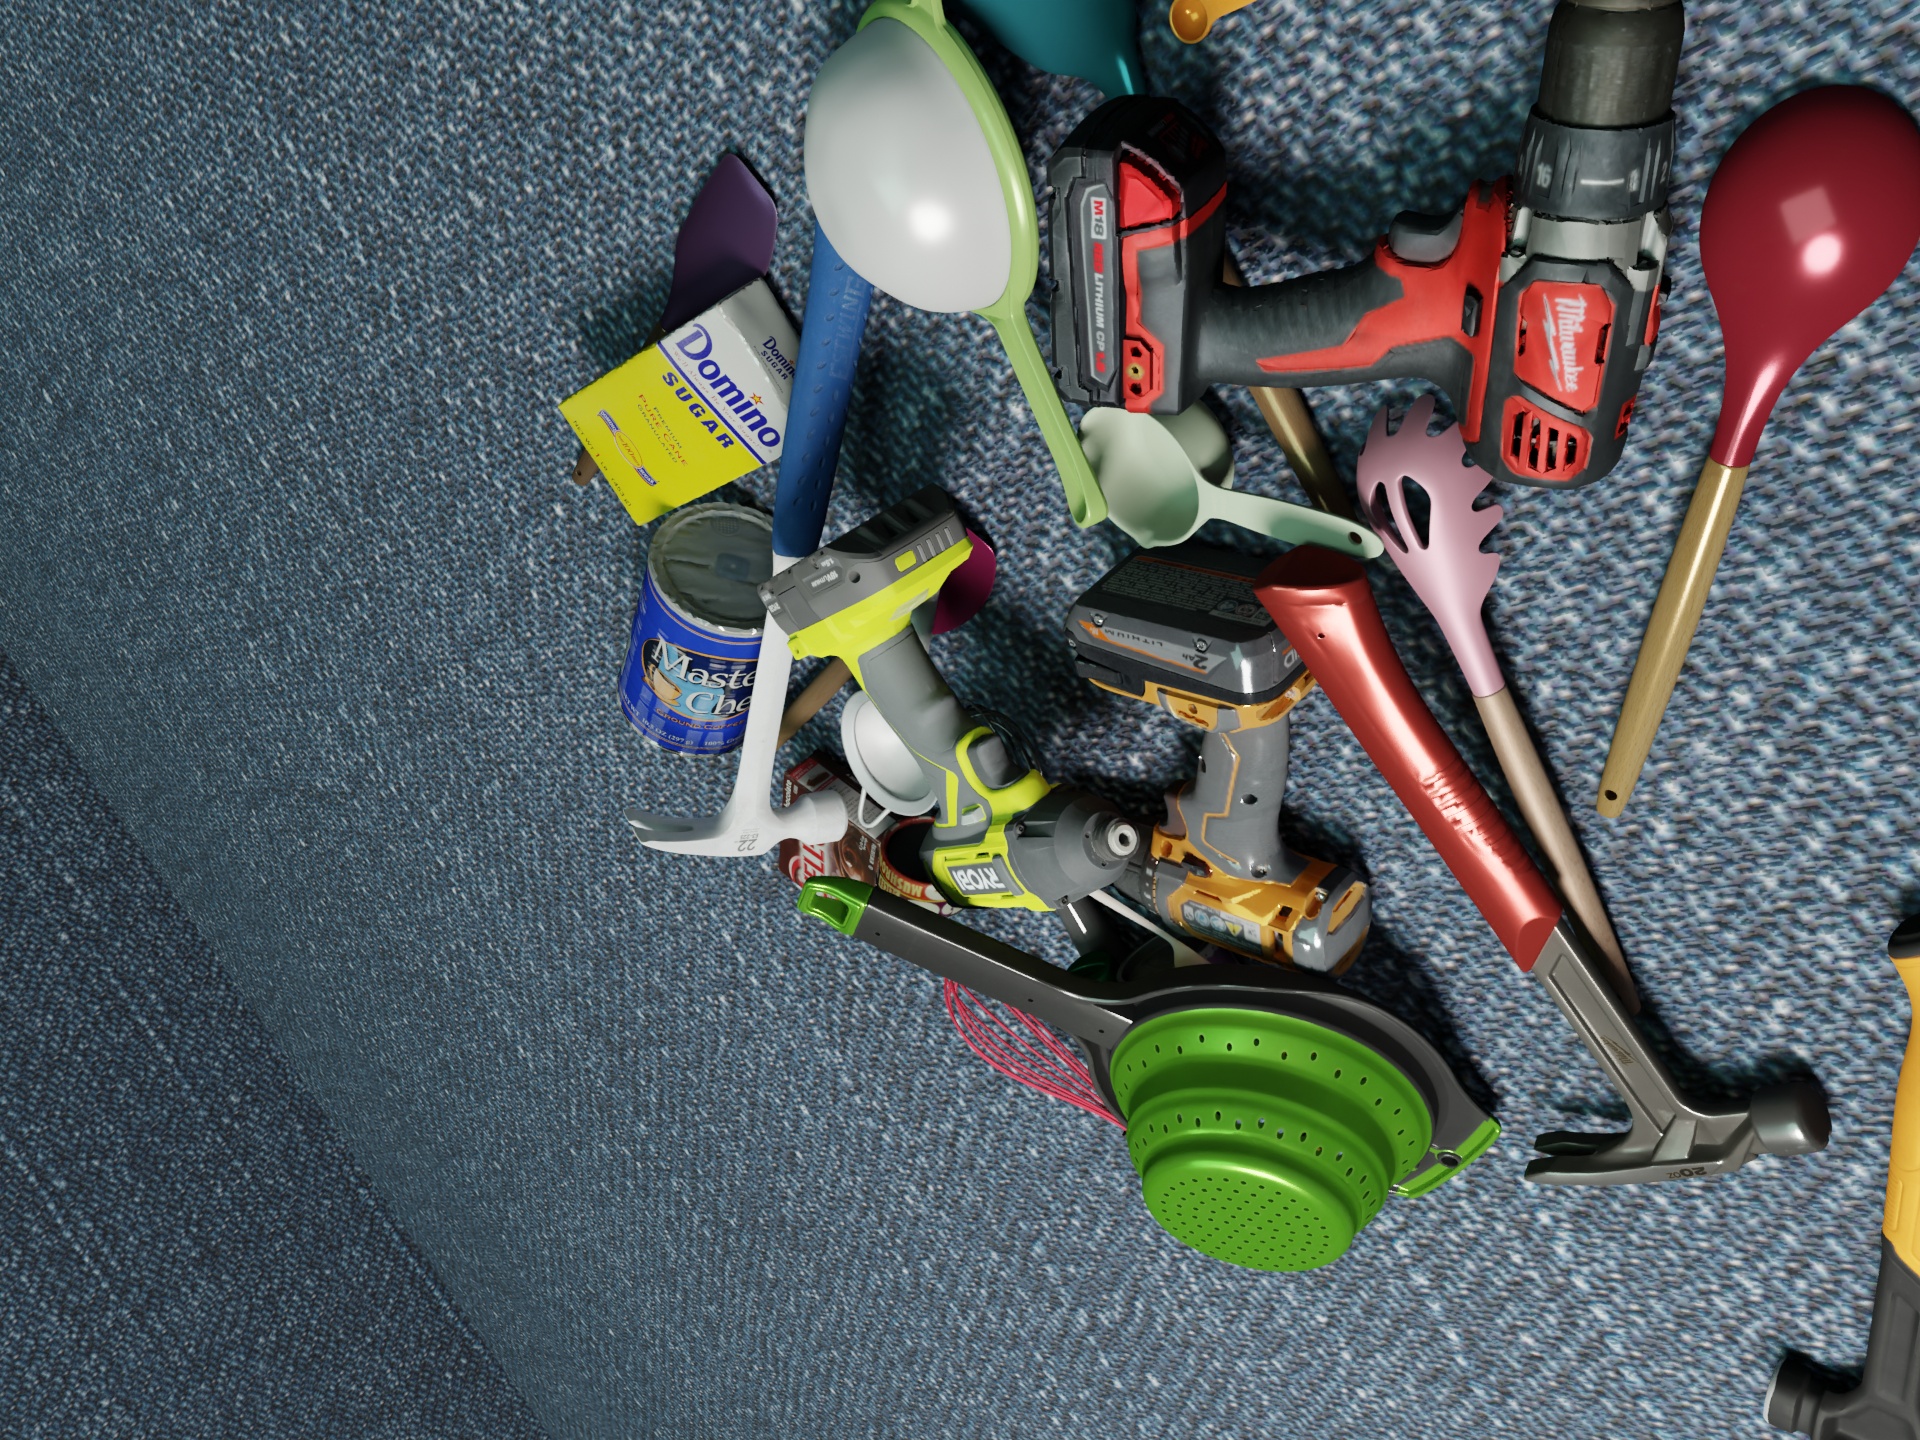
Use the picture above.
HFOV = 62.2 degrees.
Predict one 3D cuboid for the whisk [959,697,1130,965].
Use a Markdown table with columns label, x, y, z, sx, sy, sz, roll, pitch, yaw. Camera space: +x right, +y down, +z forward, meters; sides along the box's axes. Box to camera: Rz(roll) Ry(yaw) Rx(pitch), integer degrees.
| label | x | y | z | sx | sy | sz | roll | pitch | yaw |
| --- | --- | --- | --- | --- | --- | --- | --- | --- | --- |
| whisk | 0.057 | 0.088 | 0.967 | 0.055 | 0.055 | 0.238 | -12 | 115 | 49 |

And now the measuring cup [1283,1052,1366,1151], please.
| label | x | y | z | sx | sy | sz | roll | pitch | yaw |
| --- | --- | --- | --- | --- | --- | --- | --- | --- | --- |
| measuring cup | 0.215 | 0.224 | 0.936 | 0.062 | 0.029 | 0.156 | 26 | 147 | 23 |

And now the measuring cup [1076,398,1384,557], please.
| label | x | y | z | sx | sy | sz | roll | pitch | yaw |
| --- | --- | --- | --- | --- | --- | --- | --- | --- | --- |
| measuring cup | 0.128 | -0.110 | 0.730 | 0.168 | 0.038 | 0.083 | 25 | 142 | 37 |

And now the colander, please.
| label | x | y | z | sx | sy | sz | roll | pitch | yaw |
| --- | --- | --- | --- | --- | --- | --- | --- | --- | --- |
| colander | 0.085 | 0.196 | 0.852 | 0.397 | 0.095 | 0.204 | 24 | 139 | -1 |

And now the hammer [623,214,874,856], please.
| label | x | y | z | sx | sy | sz | roll | pitch | yaw |
| --- | --- | --- | --- | --- | --- | --- | --- | --- | --- |
| hammer | -0.101 | -0.086 | 0.906 | 0.035 | 0.144 | 0.405 | 48 | 135 | 44 |

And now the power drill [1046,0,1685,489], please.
| label | x | y | z | sx | sy | sz | roll | pitch | yaw |
| --- | --- | --- | --- | --- | --- | --- | --- | --- | --- |
| power drill | 0.151 | -0.191 | 0.603 | 0.227 | 0.080 | 0.187 | 12 | 129 | 22 |

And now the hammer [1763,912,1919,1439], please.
| label | x | y | z | sx | sy | sz | roll | pitch | yaw |
| --- | --- | --- | --- | --- | --- | --- | --- | --- | --- |
| hammer | 0.433 | 0.224 | 0.701 | 0.127 | 0.034 | 0.336 | 14 | 128 | 39 |

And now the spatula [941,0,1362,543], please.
| label | x | y | z | sx | sy | sz | roll | pitch | yaw |
| --- | --- | --- | --- | --- | --- | --- | --- | --- | --- |
| spatula | 0.095 | -0.208 | 0.694 | 0.082 | 0.044 | 0.317 | -19 | 106 | 47 |

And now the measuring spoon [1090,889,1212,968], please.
| label | x | y | z | sx | sy | sz | roll | pitch | yaw |
| --- | --- | --- | --- | --- | --- | --- | --- | --- | --- |
| measuring spoon | 0.094 | 0.115 | 0.884 | 0.124 | 0.018 | 0.034 | 32 | 175 | 23 |

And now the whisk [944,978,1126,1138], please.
| label | x | y | z | sx | sy | sz | roll | pitch | yaw |
| --- | --- | --- | --- | --- | --- | --- | --- | --- | --- |
| whisk | 0.099 | 0.251 | 1.045 | 0.296 | 0.073 | 0.073 | 41 | 141 | 4 |

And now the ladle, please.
| label | x | y | z | sx | sy | sz | roll | pitch | yaw |
| --- | --- | --- | --- | --- | --- | --- | --- | --- | --- |
| ladle | 0.289 | -0.080 | 0.615 | 0.069 | 0.031 | 0.315 | 26 | 137 | 29 |

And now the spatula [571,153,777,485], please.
| label | x | y | z | sx | sy | sz | roll | pitch | yaw |
| --- | --- | --- | --- | --- | --- | --- | --- | --- | --- |
| spatula | -0.186 | -0.228 | 0.982 | 0.060 | 0.018 | 0.316 | 52 | 141 | -1 |

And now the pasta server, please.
| label | x | y | z | sx | sy | sz | roll | pitch | yaw |
| --- | --- | --- | --- | --- | --- | --- | --- | --- | --- |
| pasta server | 0.252 | 0.004 | 0.720 | 0.060 | 0.040 | 0.316 | -8 | 117 | 48 |

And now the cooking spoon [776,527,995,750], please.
| label | x | y | z | sx | sy | sz | roll | pitch | yaw |
| --- | --- | --- | --- | --- | --- | --- | --- | --- | --- |
| cooking spoon | -0.067 | -0.042 | 1.007 | 0.068 | 0.017 | 0.319 | 38 | 143 | -8 |

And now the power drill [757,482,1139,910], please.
| label | x | y | z | sx | sy | sz | roll | pitch | yaw |
| --- | --- | --- | --- | --- | --- | --- | --- | --- | --- |
| power drill | -0.001 | -0.003 | 0.835 | 0.223 | 0.080 | 0.171 | 59 | 152 | -8 |

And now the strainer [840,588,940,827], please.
| label | x | y | z | sx | sy | sz | roll | pitch | yaw |
| --- | --- | --- | --- | --- | --- | --- | --- | --- | --- |
| strainer | -0.028 | -0.029 | 0.948 | 0.087 | 0.050 | 0.258 | 39 | 143 | 23 |

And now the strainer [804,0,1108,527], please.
| label | x | y | z | sx | sy | sz | roll | pitch | yaw |
| --- | --- | --- | --- | --- | --- | --- | --- | --- | --- |
| strainer | -0.009 | -0.198 | 0.738 | 0.256 | 0.069 | 0.151 | 65 | 164 | -9 |

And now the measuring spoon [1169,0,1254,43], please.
| label | x | y | z | sx | sy | sz | roll | pitch | yaw |
| --- | --- | --- | --- | --- | --- | --- | --- | --- | --- |
| measuring spoon | 0.129 | -0.298 | 0.618 | 0.117 | 0.011 | 0.021 | -15 | 108 | 46 |

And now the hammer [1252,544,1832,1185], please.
| label | x | y | z | sx | sy | sz | roll | pitch | yaw |
| --- | --- | --- | --- | --- | --- | --- | --- | --- | --- |
| hammer | 0.240 | 0.074 | 0.731 | 0.149 | 0.037 | 0.359 | -25 | 107 | 46 |

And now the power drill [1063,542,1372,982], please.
| label | x | y | z | sx | sy | sz | roll | pitch | yaw |
| --- | --- | --- | --- | --- | --- | --- | --- | --- | --- |
| power drill | 0.116 | 0.022 | 0.830 | 0.185 | 0.084 | 0.226 | 17 | 135 | 38 |
